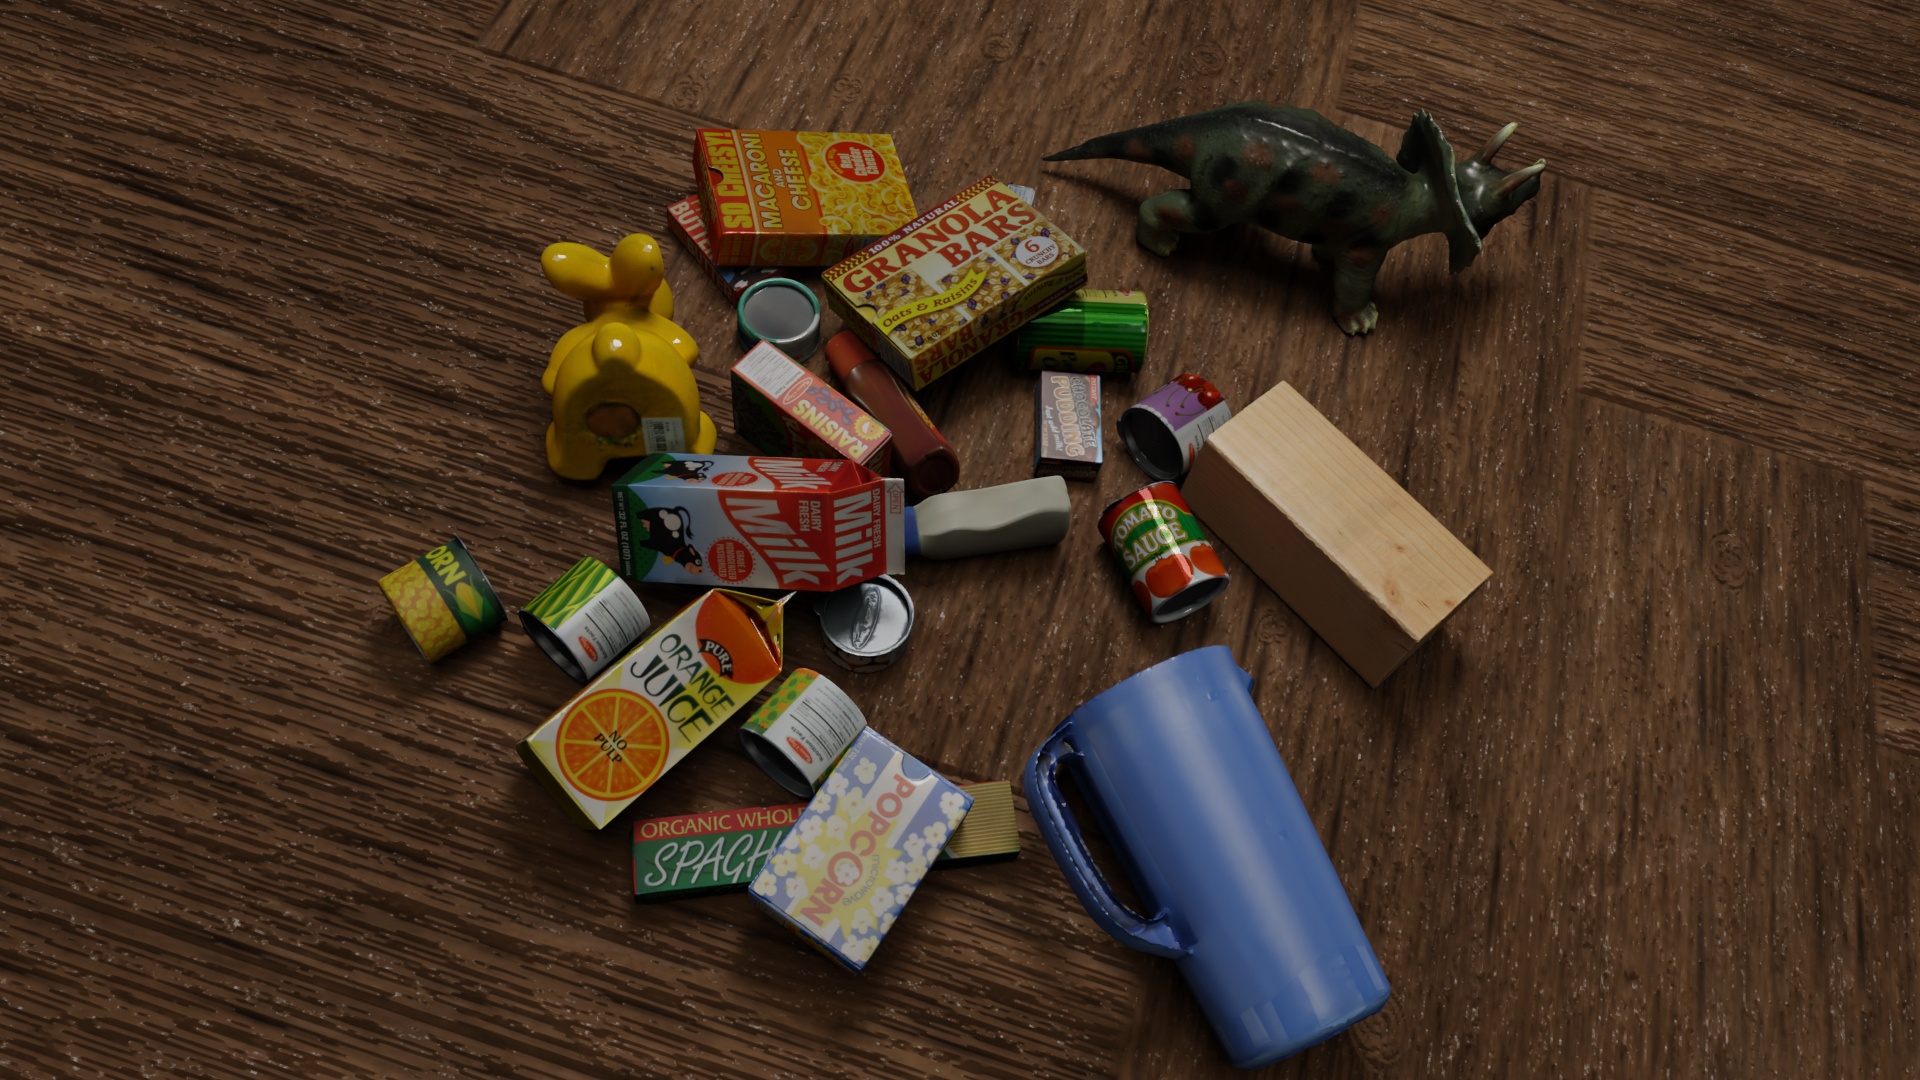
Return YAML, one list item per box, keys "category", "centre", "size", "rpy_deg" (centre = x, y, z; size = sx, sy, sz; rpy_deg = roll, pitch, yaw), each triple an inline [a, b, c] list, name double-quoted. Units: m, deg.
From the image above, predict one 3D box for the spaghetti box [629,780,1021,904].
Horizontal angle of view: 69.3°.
- category: "spaghetti box"
  centre: [-0.086, 0.195, 0.899]
  size: [0.250, 0.028, 0.050]
  rpy_deg: [-4, 63, -10]

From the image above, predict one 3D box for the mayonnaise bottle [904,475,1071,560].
- category: "mayonnaise bottle"
  centre: [0.004, -0.013, 1.011]
  size: [0.148, 0.064, 0.041]
  rpy_deg: [-8, 64, -8]

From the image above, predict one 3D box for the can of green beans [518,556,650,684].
- category: "can of green beans"
  centre: [-0.252, 0.053, 0.935]
  size: [0.071, 0.071, 0.058]
  rpy_deg: [39, 63, 14]

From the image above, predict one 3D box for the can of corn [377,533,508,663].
- category: "can of corn"
  centre: [-0.347, 0.038, 0.928]
  size: [0.058, 0.070, 0.071]
  rpy_deg: [-33, 70, -22]

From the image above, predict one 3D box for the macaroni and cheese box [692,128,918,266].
- category: "macaroni and cheese box"
  centre: [-0.126, -0.281, 1.136]
  size: [0.167, 0.040, 0.124]
  rpy_deg: [-4, 57, -21]

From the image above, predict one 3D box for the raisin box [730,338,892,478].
- category: "raisin box"
  centre: [-0.109, -0.080, 1.017]
  size: [0.123, 0.085, 0.040]
  rpy_deg: [37, 64, 13]

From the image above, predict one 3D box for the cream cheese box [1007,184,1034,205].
- category: "cream cheese box"
  centre: [0.038, -0.238, 1.145]
  size: [0.024, 0.053, 0.104]
  rpy_deg: [13, 60, 2]

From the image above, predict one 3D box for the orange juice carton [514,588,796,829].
- category: "orange juice carton"
  centre: [-0.188, 0.097, 0.905]
  size: [0.193, 0.071, 0.073]
  rpy_deg: [-41, 97, -25]

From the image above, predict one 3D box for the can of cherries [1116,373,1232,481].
- category: "can of cherries"
  centre: [0.165, -0.089, 1.072]
  size: [0.058, 0.071, 0.071]
  rpy_deg: [-34, 71, -23]

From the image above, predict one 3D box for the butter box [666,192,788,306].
- category: "butter box"
  centre: [-0.190, -0.241, 1.133]
  size: [0.053, 0.024, 0.104]
  rpy_deg: [-32, 70, -23]

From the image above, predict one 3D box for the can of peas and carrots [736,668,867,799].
- category: "can of peas and carrots"
  centre: [-0.104, 0.127, 0.916]
  size: [0.071, 0.070, 0.059]
  rpy_deg: [36, 62, 13]

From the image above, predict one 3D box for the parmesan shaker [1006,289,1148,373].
- category: "parmesan shaker"
  centre: [0.092, -0.168, 1.109]
  size: [0.103, 0.071, 0.071]
  rpy_deg: [1, 61, -6]

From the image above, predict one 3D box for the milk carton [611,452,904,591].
- category: "milk carton"
  centre: [-0.131, -0.013, 0.947]
  size: [0.191, 0.072, 0.074]
  rpy_deg: [3, 21, 9]

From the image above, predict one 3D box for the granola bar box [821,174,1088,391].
- category: "granola bar box"
  centre: [-0.005, -0.202, 1.066]
  size: [0.166, 0.039, 0.124]
  rpy_deg: [-34, 56, -15]

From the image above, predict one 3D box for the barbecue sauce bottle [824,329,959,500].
- category: "barbecue sauce bottle"
  centre: [-0.055, -0.100, 1.052]
  size: [0.044, 0.064, 0.149]
  rpy_deg: [-33, 60, -4]

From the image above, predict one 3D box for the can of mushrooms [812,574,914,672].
- category: "can of mushrooms"
  centre: [-0.069, 0.057, 0.977]
  size: [0.071, 0.033, 0.071]
  rpy_deg: [3, 61, -6]

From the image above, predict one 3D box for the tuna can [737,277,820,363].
- category: "tuna can"
  centre: [-0.145, -0.174, 1.096]
  size: [0.071, 0.032, 0.071]
  rpy_deg: [4, 61, -6]

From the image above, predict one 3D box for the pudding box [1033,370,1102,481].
- category: "pudding box"
  centre: [0.084, -0.089, 1.081]
  size: [0.050, 0.030, 0.084]
  rpy_deg: [6, 61, -6]

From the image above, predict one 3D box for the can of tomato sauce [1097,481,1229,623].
- category: "can of tomato sauce"
  centre: [0.147, 0.009, 1.012]
  size: [0.071, 0.071, 0.083]
  rpy_deg: [-19, 66, -17]

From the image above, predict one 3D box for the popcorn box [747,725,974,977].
- category: "popcorn box"
  centre: [-0.062, 0.193, 0.864]
  size: [0.085, 0.038, 0.127]
  rpy_deg: [33, 66, 8]
